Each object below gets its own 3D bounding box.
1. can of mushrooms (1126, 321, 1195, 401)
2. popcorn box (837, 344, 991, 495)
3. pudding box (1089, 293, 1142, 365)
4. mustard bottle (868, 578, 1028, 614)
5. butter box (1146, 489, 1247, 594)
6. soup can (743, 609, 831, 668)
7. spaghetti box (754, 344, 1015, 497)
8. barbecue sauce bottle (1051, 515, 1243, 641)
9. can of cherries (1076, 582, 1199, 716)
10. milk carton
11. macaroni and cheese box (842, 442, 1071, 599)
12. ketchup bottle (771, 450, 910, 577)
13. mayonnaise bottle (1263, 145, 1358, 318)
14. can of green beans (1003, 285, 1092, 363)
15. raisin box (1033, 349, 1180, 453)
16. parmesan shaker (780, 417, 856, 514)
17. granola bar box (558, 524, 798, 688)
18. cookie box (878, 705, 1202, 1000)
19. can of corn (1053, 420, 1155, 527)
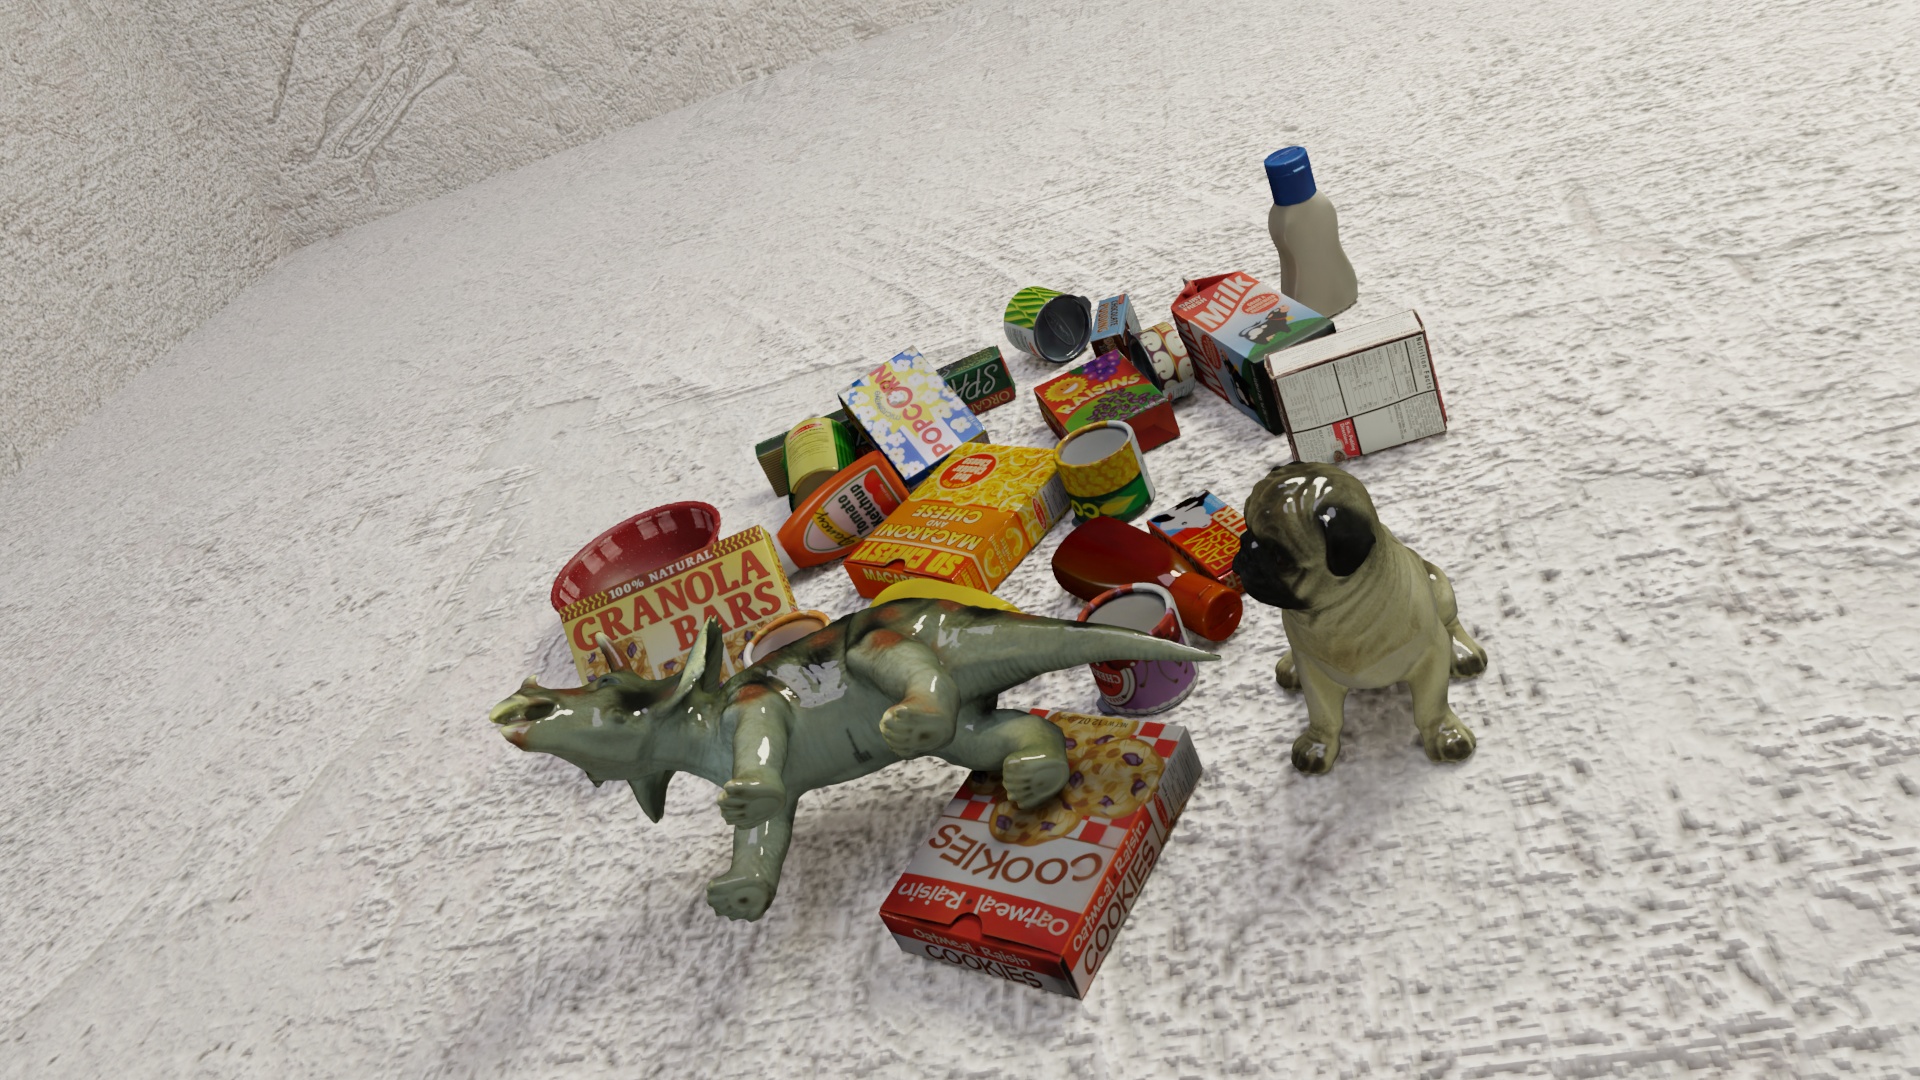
[{"bbox_3d":[0.170,-0.152,1.179,0.033,0.070,0.071,-24,30,-2],"label":"can of mushrooms"},{"bbox_3d":[-0.041,-0.105,1.232,0.085,0.038,0.127,-34,58,-8],"label":"popcorn box"},{"bbox_3d":[0.143,-0.185,1.268,0.030,0.049,0.084,-13,32,21],"label":"pudding box"},{"bbox_3d":[0.004,0.065,0.978,0.160,0.048,0.065,8,43,41],"label":"mustard bottle"},{"bbox_3d":[0.179,0.002,0.978,0.053,0.024,0.104,-29,31,-9],"label":"butter box"},{"bbox_3d":[-0.102,0.098,0.965,0.071,0.083,0.072,-17,31,11],"label":"soup can"},{"bbox_3d":[-0.069,-0.112,1.303,0.250,0.050,0.029,-22,32,3],"label":"spaghetti box"},{"bbox_3d":[0.129,0.028,0.954,0.065,0.043,0.149,-39,34,-18],"label":"barbecue sauce bottle"},{"bbox_3d":[0.111,0.070,0.886,0.071,0.058,0.072,-17,31,11],"label":"can of cherries"},{"bbox_3d":[0.236,-0.164,1.149,0.073,0.072,0.191,-28,30,-5],"label":"milk carton"},{"bbox_3d":[0.004,-0.014,1.108,0.123,0.040,0.167,8,43,43],"label":"macaroni and cheese box"},{"bbox_3d":[-0.114,-0.011,1.169,0.149,0.064,0.043,-33,16,1],"label":"ketchup bottle"},{"bbox_3d":[0.294,-0.261,1.185,0.065,0.147,0.041,-28,30,-6],"label":"mayonnaise bottle"},{"bbox_3d":[0.083,-0.207,1.329,0.071,0.071,0.058,-34,31,-16],"label":"can of green beans"},{"bbox_3d":[0.122,-0.110,1.177,0.086,0.040,0.124,-26,32,-2],"label":"raisin box"},{"bbox_3d":[-0.126,-0.057,1.241,0.071,0.071,0.103,-22,31,3],"label":"parmesan shaker"},{"bbox_3d":[-0.201,0.077,1.038,0.165,0.124,0.039,-23,-13,2],"label":"granola bar box"},{"bbox_3d":[0.048,0.170,0.793,0.123,0.040,0.168,2,39,37],"label":"cookie box"},{"bbox_3d":[0.109,-0.051,1.075,0.071,0.058,0.071,-18,31,11],"label":"can of corn"}]
